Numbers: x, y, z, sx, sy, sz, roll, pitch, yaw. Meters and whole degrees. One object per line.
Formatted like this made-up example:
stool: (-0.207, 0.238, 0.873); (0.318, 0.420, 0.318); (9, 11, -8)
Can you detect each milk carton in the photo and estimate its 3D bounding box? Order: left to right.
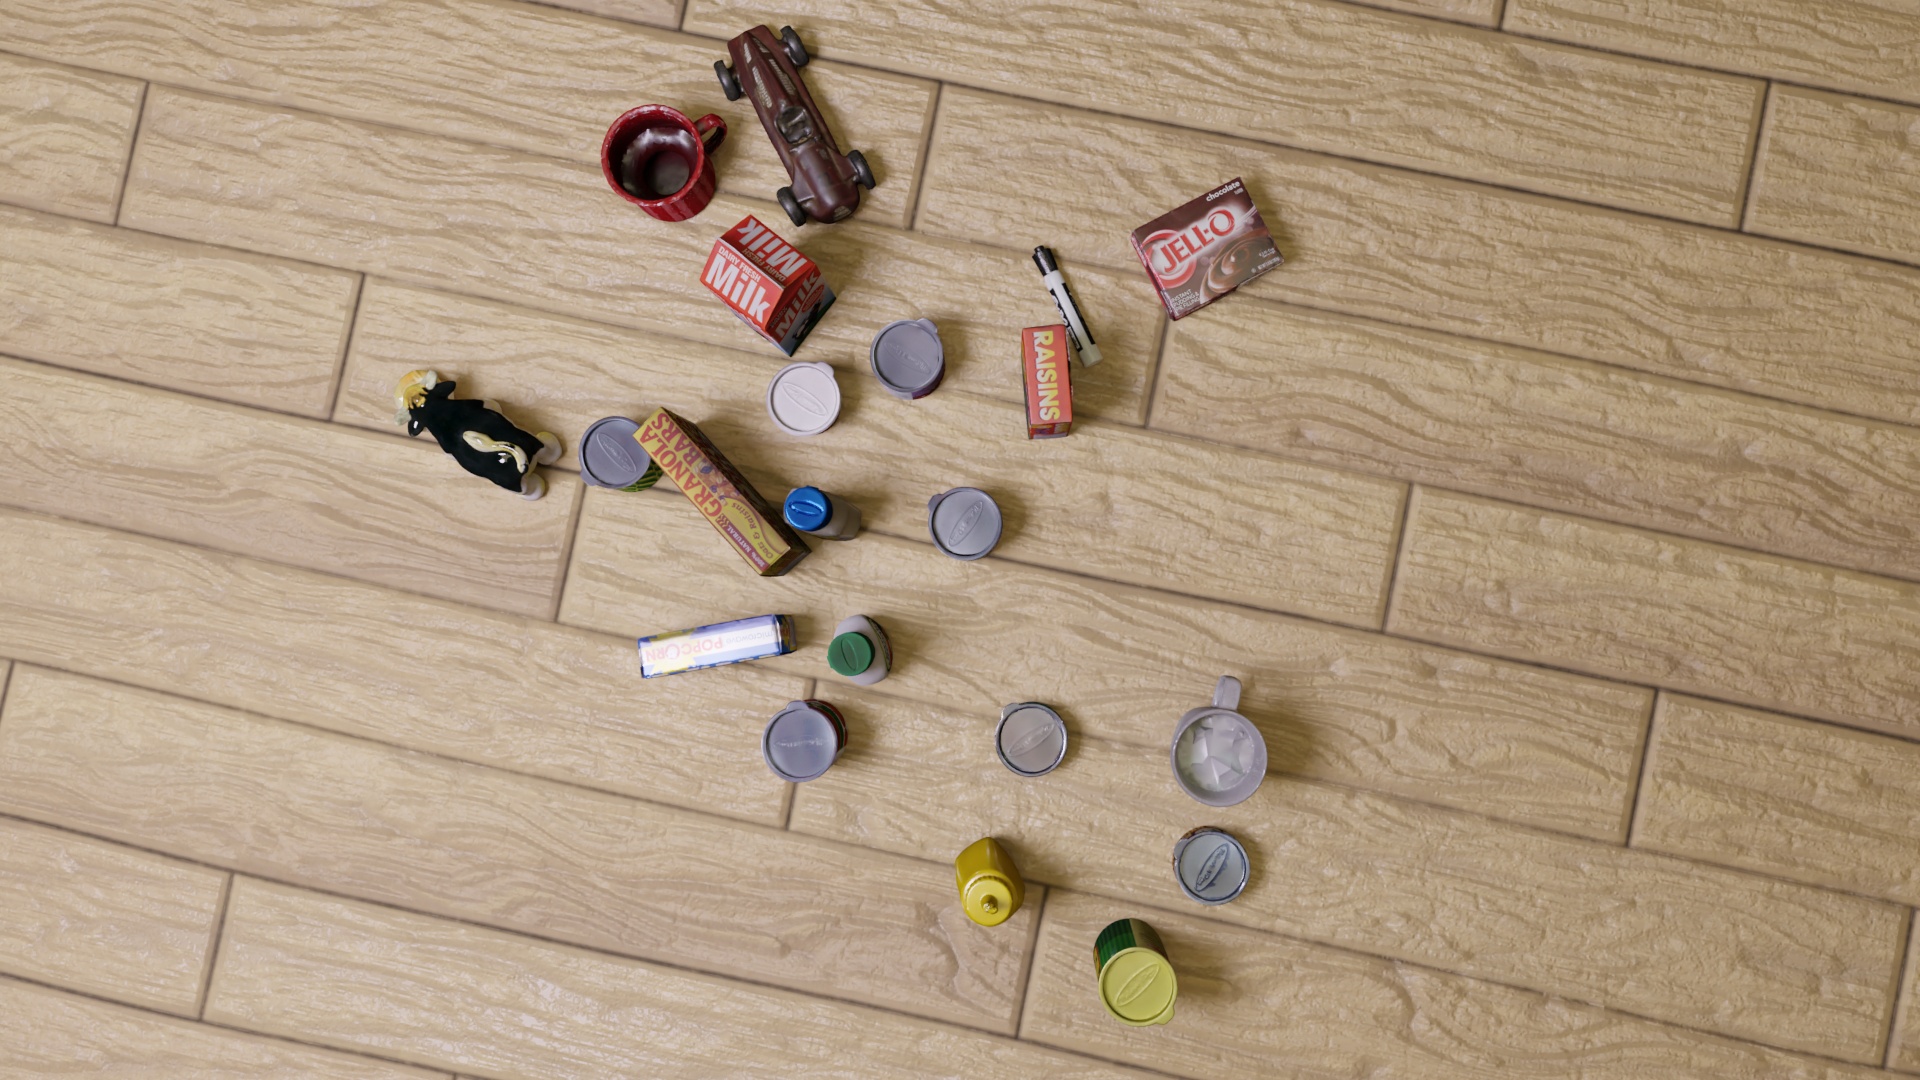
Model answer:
milk carton: (-0.167, -0.222, 1.208); (0.072, 0.190, 0.073); (38, 90, 3)

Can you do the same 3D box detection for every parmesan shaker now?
parmesan shaker: (0.152, 0.377, 1.212); (0.071, 0.103, 0.071); (0, 88, 2)

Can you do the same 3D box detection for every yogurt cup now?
yogurt cup: (-0.140, -0.126, 1.271); (0.072, 0.054, 0.072); (0, 88, 2)

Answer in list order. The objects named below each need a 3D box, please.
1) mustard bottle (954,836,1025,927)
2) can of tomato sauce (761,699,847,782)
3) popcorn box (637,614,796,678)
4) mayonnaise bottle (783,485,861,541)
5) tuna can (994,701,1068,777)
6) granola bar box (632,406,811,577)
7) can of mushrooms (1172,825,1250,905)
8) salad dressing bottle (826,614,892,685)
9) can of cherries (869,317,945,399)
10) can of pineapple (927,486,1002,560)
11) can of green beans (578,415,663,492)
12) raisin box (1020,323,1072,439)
mustard bottle: (0.024, 0.298, 1.191); (0.049, 0.160, 0.065); (-35, 87, 1)
can of tomato sauce: (-0.138, 0.176, 1.242); (0.071, 0.083, 0.071); (0, 88, 2)
popcorn box: (-0.217, 0.094, 1.248); (0.127, 0.085, 0.038); (-10, 87, 2)
mayonnaise bottle: (-0.125, -0.024, 1.218); (0.065, 0.148, 0.041); (14, 89, 3)
tuna can: (0.063, 0.178, 1.260); (0.071, 0.033, 0.071); (0, 87, 2)
granola bar box: (-0.210, -0.039, 1.234); (0.039, 0.124, 0.165); (-43, 87, 0)
can of mushrooms: (0.222, 0.290, 1.248); (0.071, 0.033, 0.071); (0, 87, 2)
salad dressing bottle: (-0.088, 0.097, 1.212); (0.044, 0.147, 0.064); (-21, 87, 1)
can of cherries: (-0.045, -0.166, 1.267); (0.071, 0.058, 0.071); (0, 88, 2)
can of pineapple: (0.004, -0.016, 1.258); (0.071, 0.058, 0.071); (0, 88, 2)
can of green beans: (-0.309, -0.078, 1.273); (0.071, 0.058, 0.071); (0, 88, 2)
raisin box: (0.076, -0.137, 1.229); (0.040, 0.123, 0.086); (-4, 88, 2)
